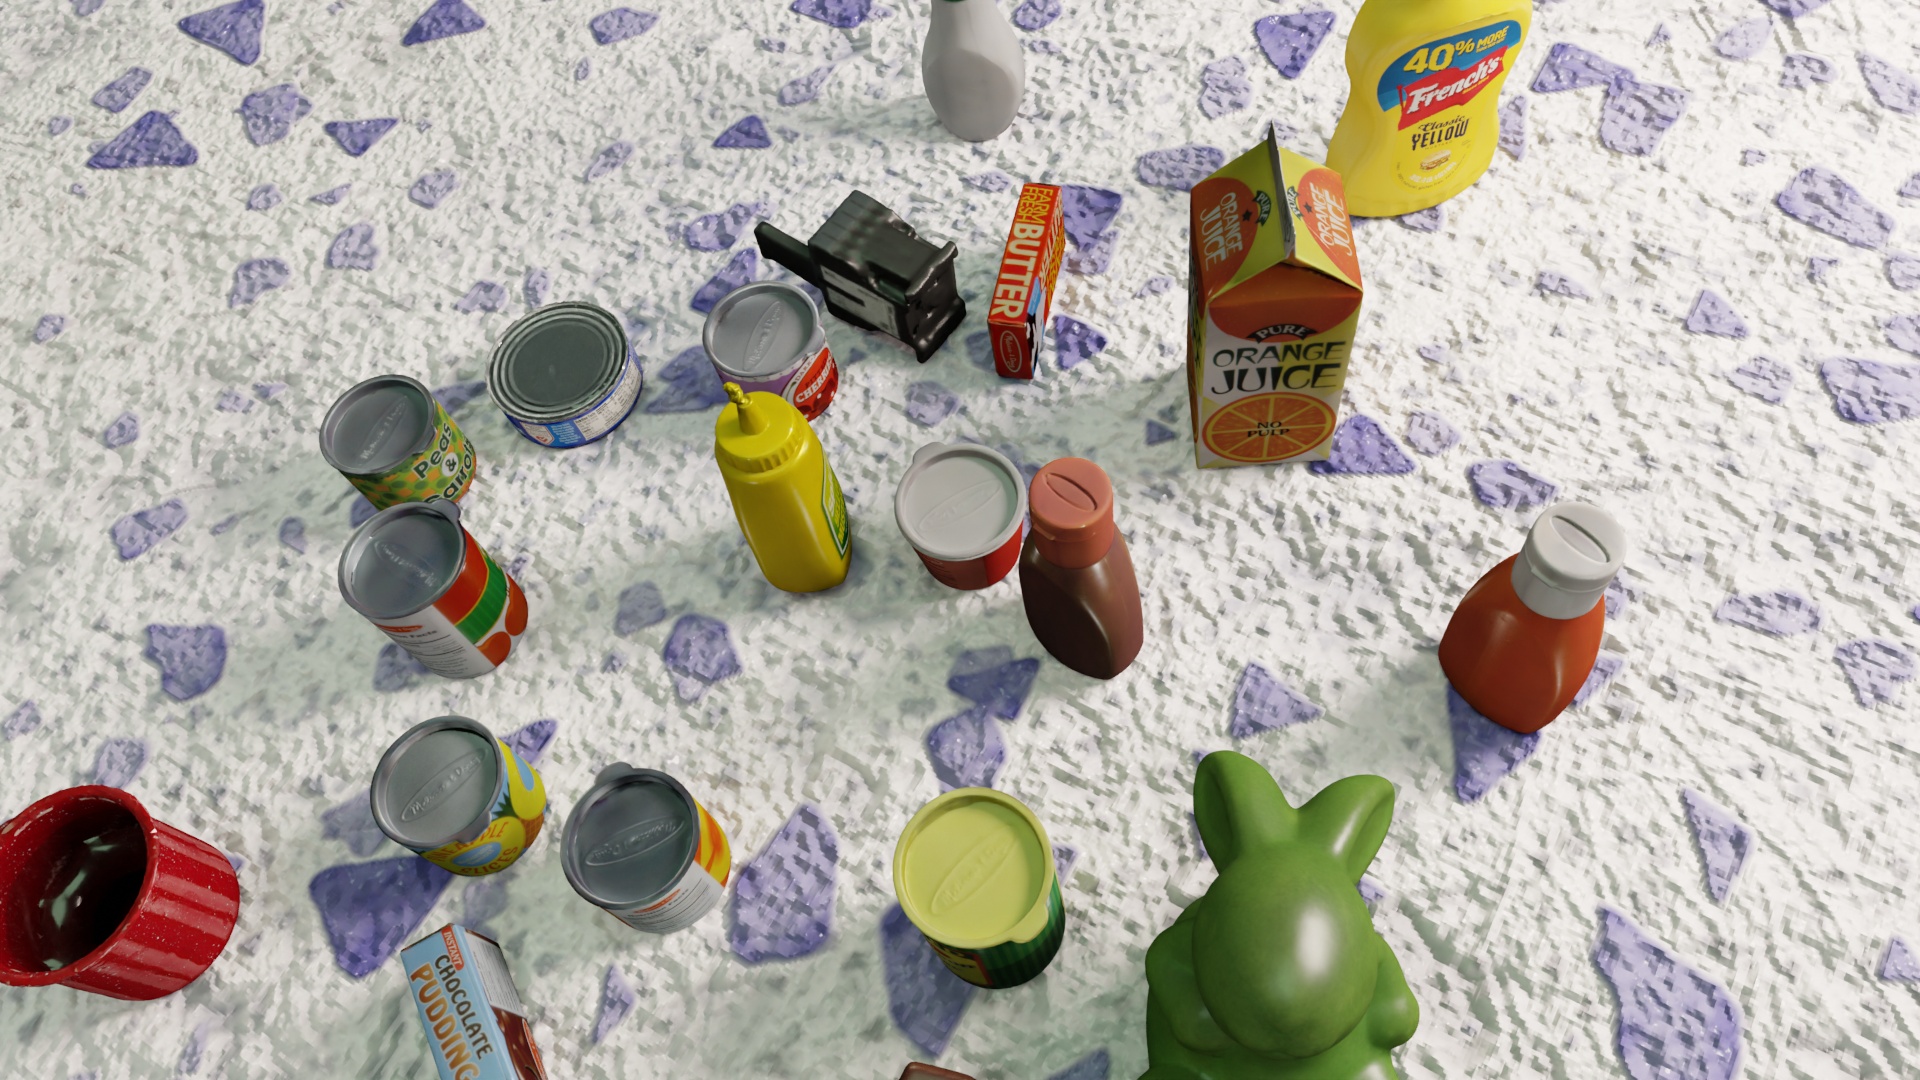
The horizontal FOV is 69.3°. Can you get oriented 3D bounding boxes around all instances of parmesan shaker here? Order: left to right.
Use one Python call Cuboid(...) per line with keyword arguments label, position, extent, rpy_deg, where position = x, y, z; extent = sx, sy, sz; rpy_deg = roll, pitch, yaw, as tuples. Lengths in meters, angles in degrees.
Cuboid(label="parmesan shaker", position=(0.013, 0.158, 0.609), extent=(0.071, 0.102, 0.071), rpy_deg=(-3, 62, 6))

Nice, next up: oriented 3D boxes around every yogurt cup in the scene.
Cuboid(label="yogurt cup", position=(0.003, -0.009, 0.728), extent=(0.072, 0.053, 0.073), rpy_deg=(-3, 62, 6))

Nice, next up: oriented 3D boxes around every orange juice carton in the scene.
Cuboid(label="orange juice carton", position=(0.151, -0.115, 0.685), extent=(0.073, 0.192, 0.072), rpy_deg=(-4, 62, 6))

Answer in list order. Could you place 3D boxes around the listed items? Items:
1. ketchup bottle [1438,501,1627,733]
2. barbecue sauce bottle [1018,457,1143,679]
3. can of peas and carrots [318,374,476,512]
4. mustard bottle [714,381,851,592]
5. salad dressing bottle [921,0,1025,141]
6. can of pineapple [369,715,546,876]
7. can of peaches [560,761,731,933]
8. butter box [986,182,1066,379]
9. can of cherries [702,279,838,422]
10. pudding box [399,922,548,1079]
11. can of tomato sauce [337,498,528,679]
Cuboid(label="ketchup bottle", position=(0.255, 0.034, 0.616), extent=(0.043, 0.148, 0.065), rpy_deg=(-38, 64, -12))
Cuboid(label="barbecue sauce bottle", position=(0.055, 0.014, 0.655), extent=(0.065, 0.148, 0.044), rpy_deg=(37, 73, 23))
Cuboid(label="can of peas and carrots", position=(-0.317, -0.051, 0.791), extent=(0.071, 0.058, 0.071), rpy_deg=(-3, 62, 6))
Cuboid(label="mustard bottle", position=(-0.090, -0.030, 0.692), extent=(0.049, 0.159, 0.065), rpy_deg=(-8, 62, 4))
Cuboid(label="salad dressing bottle", position=(0.004, -0.307, 0.835), extent=(0.064, 0.147, 0.044), rpy_deg=(6, 63, 11))
Cuboid(label="can of pineapple", position=(-0.246, 0.129, 0.686), extent=(0.071, 0.057, 0.071), rpy_deg=(-3, 62, 6))
Cuboid(label="can of peaches", position=(-0.149, 0.147, 0.663), extent=(0.071, 0.057, 0.071), rpy_deg=(-3, 62, 6))
Cuboid(label="butter box", position=(0.039, -0.150, 0.799), extent=(0.024, 0.053, 0.104), rpy_deg=(8, 64, 12))
Cuboid(label="can of cherries", position=(-0.105, -0.103, 0.791), extent=(0.071, 0.058, 0.072), rpy_deg=(-3, 62, 6))
Cuboid(label="pudding box", position=(-0.222, 0.222, 0.637), extent=(0.030, 0.049, 0.084), rpy_deg=(-29, 62, -8))
Cuboid(label="can of tomato sauce", position=(-0.273, 0.026, 0.730), extent=(0.071, 0.082, 0.071), rpy_deg=(-3, 62, 6))
